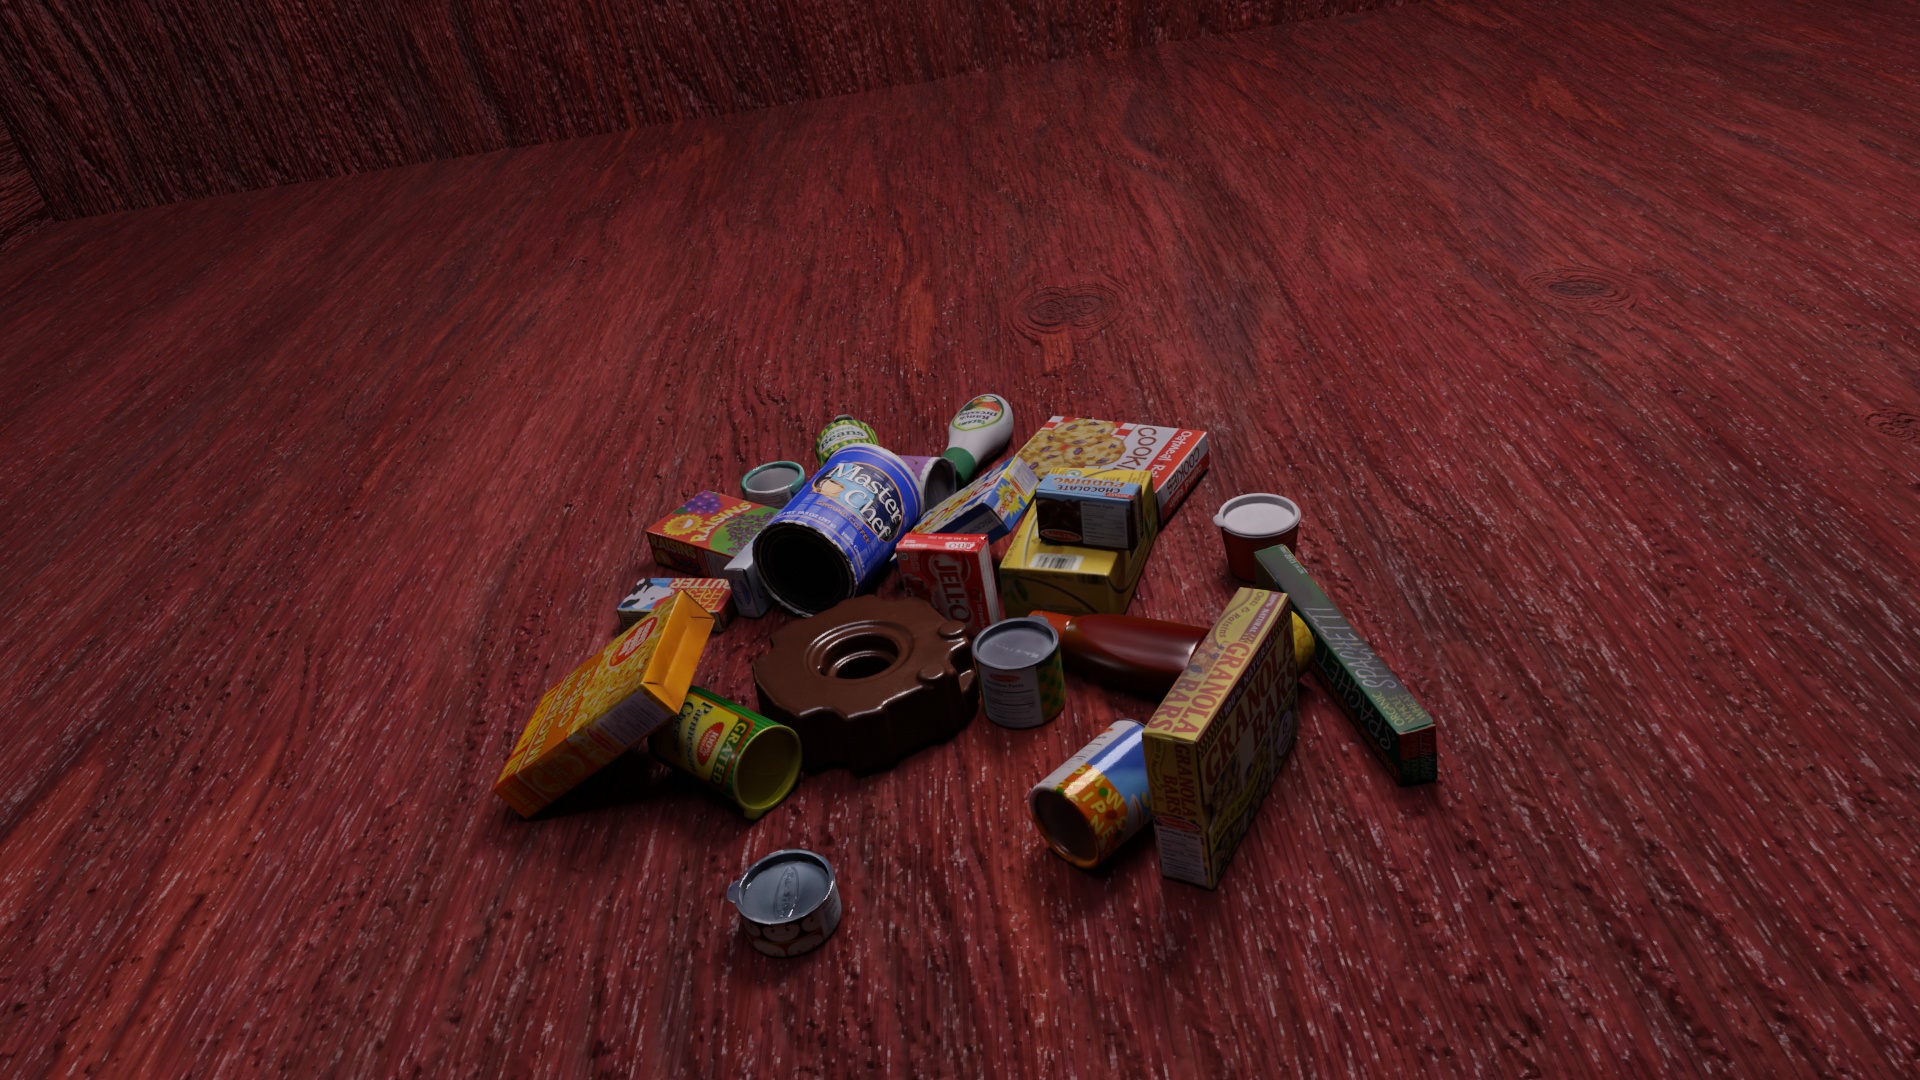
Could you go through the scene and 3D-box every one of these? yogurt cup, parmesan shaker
[{"bbox_3d":[0.253,-0.001,1.174,0.072,0.053,0.073,-7,31,5],"label":"yogurt cup"},{"bbox_3d":[-0.178,0.156,1.034,0.103,0.071,0.071,17,40,38],"label":"parmesan shaker"}]

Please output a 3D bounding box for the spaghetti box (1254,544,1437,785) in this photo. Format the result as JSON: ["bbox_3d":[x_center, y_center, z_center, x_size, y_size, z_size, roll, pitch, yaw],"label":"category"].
[{"bbox_3d":[0.280,0.085,1.029,0.029,0.050,0.251,-15,31,-5],"label":"spaghetti box"}]

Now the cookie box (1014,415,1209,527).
[{"bbox_3d":[0.139,-0.068,1.334,0.167,0.040,0.123,9,36,30],"label":"cookie box"}]

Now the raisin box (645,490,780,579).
[{"bbox_3d":[-0.227,-0.002,1.334,0.123,0.040,0.086,14,39,33],"label":"raisin box"}]

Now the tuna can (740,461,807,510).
[{"bbox_3d":[-0.187,-0.052,1.410,0.071,0.032,0.071,-7,31,5],"label":"tuna can"}]

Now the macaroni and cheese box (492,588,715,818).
[{"bbox_3d":[-0.270,0.125,1.059,0.166,0.040,0.124,-35,22,22],"label":"macaroni and cheese box"}]

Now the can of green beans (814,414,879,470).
[{"bbox_3d":[-0.112,-0.081,1.403,0.071,0.071,0.058,-13,31,-4],"label":"can of green beans"}]

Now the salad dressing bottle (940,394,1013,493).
[{"bbox_3d":[0.010,-0.097,1.415,0.064,0.043,0.148,1,33,21],"label":"salad dressing bottle"}]

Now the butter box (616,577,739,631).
[{"bbox_3d":[-0.252,0.058,1.255,0.103,0.024,0.053,0,33,17],"label":"butter box"}]

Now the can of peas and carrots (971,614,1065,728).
[{"bbox_3d":[0.047,0.100,1.064,0.071,0.058,0.071,-7,30,4],"label":"can of peas and carrots"}]

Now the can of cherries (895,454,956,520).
[{"bbox_3d":[-0.043,-0.050,1.331,0.058,0.071,0.072,4,34,26],"label":"can of cherries"}]

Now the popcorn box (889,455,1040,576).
[{"bbox_3d":[0.004,-0.015,1.227,0.126,0.038,0.085,-32,15,37],"label":"popcorn box"}]

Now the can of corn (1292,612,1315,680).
[{"bbox_3d":[0.222,0.088,1.028,0.071,0.070,0.058,18,40,39],"label":"can of corn"}]

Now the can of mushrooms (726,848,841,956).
[{"bbox_3d":[-0.115,0.237,0.910,0.071,0.033,0.071,-7,32,5],"label":"can of mushrooms"}]

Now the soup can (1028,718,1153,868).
[{"bbox_3d":[0.099,0.171,0.927,0.084,0.071,0.071,-33,37,-31],"label":"soup can"}]

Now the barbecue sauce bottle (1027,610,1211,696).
[{"bbox_3d":[0.121,0.084,1.085,0.148,0.043,0.065,9,36,30],"label":"barbecue sauce bottle"}]

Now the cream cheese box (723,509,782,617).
[{"bbox_3d":[-0.173,0.020,1.266,0.024,0.053,0.104,2,33,26],"label":"cream cheese box"}]

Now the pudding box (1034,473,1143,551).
[{"bbox_3d":[0.105,-0.023,1.128,0.084,0.049,0.030,7,33,23],"label":"pudding box"}]

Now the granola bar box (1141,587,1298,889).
[{"bbox_3d":[0.177,0.127,0.918,0.039,0.123,0.166,9,36,31],"label":"granola bar box"}]
